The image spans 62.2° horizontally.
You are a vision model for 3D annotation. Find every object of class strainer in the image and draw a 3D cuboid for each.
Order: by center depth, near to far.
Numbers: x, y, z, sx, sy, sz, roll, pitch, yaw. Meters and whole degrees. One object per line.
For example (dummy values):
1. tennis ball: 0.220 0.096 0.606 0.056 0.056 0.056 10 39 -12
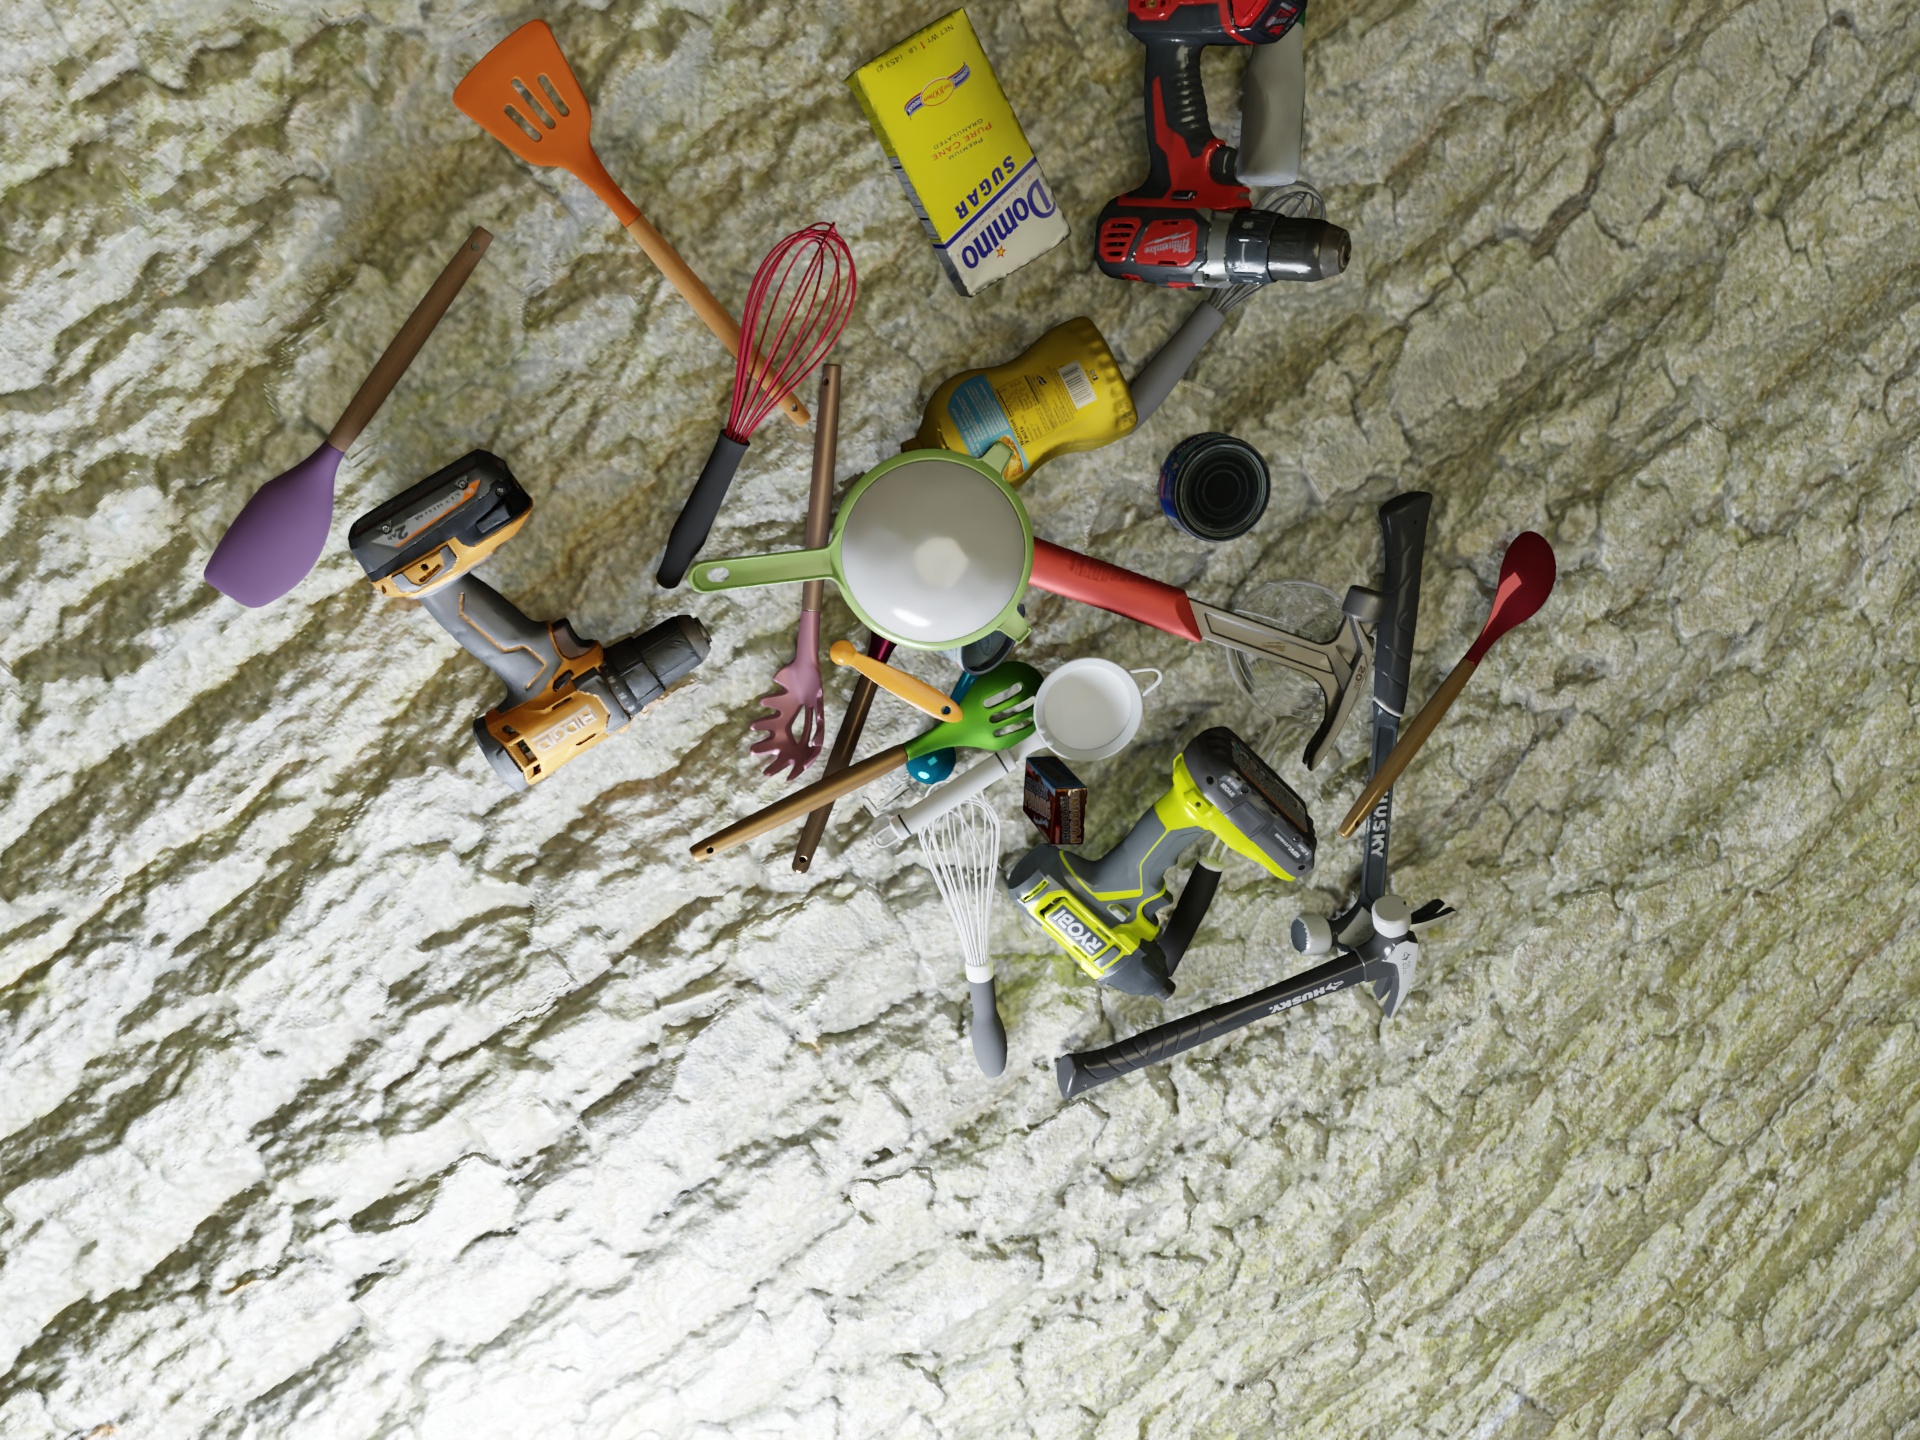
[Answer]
1. strainer: -0.072 -0.112 1.151 0.256 0.069 0.151 -6 106 -1
2. strainer: 0.041 0.025 1.242 0.258 0.050 0.086 -32 110 -1

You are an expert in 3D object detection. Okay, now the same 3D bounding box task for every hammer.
1. hammer: 0.142 -0.084 1.237 0.359 0.037 0.149 18 102 -5
2. hammer: 0.372 0.008 1.372 0.149 0.036 0.408 -3 107 -15
3. hammer: 0.242 0.261 1.396 0.335 0.035 0.146 -21 136 -1

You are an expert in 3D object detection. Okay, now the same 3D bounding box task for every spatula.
1. spatula: -0.419 -0.211 1.109 0.059 0.018 0.316 34 96 -22
2. spatula: -0.212 -0.331 1.115 0.081 0.041 0.322 -42 113 0

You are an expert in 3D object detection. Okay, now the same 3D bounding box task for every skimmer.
1. skimmer: 0.235 0.057 1.353 0.127 0.090 0.363 19 111 -7

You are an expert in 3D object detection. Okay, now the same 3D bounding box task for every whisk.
1. whisk: -0.153 -0.220 1.138 0.073 0.073 0.295 22 112 -20
2. whisk: 0.196 -0.314 1.227 0.055 0.055 0.239 36 99 -21
3. whisk: 0.013 0.178 1.319 0.070 0.070 0.284 -13 113 -11

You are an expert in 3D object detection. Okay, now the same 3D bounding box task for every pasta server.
1. pasta server: -0.115 -0.110 1.208 0.060 0.040 0.316 13 104 28

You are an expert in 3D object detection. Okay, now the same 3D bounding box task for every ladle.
1. ladle: 0.413 -0.029 1.344 0.069 0.031 0.315 41 83 -32

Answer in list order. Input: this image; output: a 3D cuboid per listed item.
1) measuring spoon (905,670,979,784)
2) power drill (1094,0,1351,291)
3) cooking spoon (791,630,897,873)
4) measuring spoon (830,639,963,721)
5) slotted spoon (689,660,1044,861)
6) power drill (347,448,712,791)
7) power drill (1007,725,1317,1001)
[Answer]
1. measuring spoon: -0.002 -0.004 1.276 0.042 0.021 0.128 25 99 -20
2. power drill: 0.194 -0.421 1.130 0.188 0.080 0.226 13 107 28
3. cooking spoon: -0.075 -0.020 1.239 0.068 0.017 0.318 20 107 -4
4. measuring spoon: -0.048 -0.028 1.221 0.117 0.011 0.021 29 105 -14
5. slotted spoon: -0.066 0.038 1.243 0.314 0.031 0.070 -25 110 -11
6. power drill: -0.304 -0.082 1.147 0.185 0.084 0.226 -31 116 -4
7. power drill: 0.173 0.125 1.298 0.171 0.080 0.223 43 113 -14
